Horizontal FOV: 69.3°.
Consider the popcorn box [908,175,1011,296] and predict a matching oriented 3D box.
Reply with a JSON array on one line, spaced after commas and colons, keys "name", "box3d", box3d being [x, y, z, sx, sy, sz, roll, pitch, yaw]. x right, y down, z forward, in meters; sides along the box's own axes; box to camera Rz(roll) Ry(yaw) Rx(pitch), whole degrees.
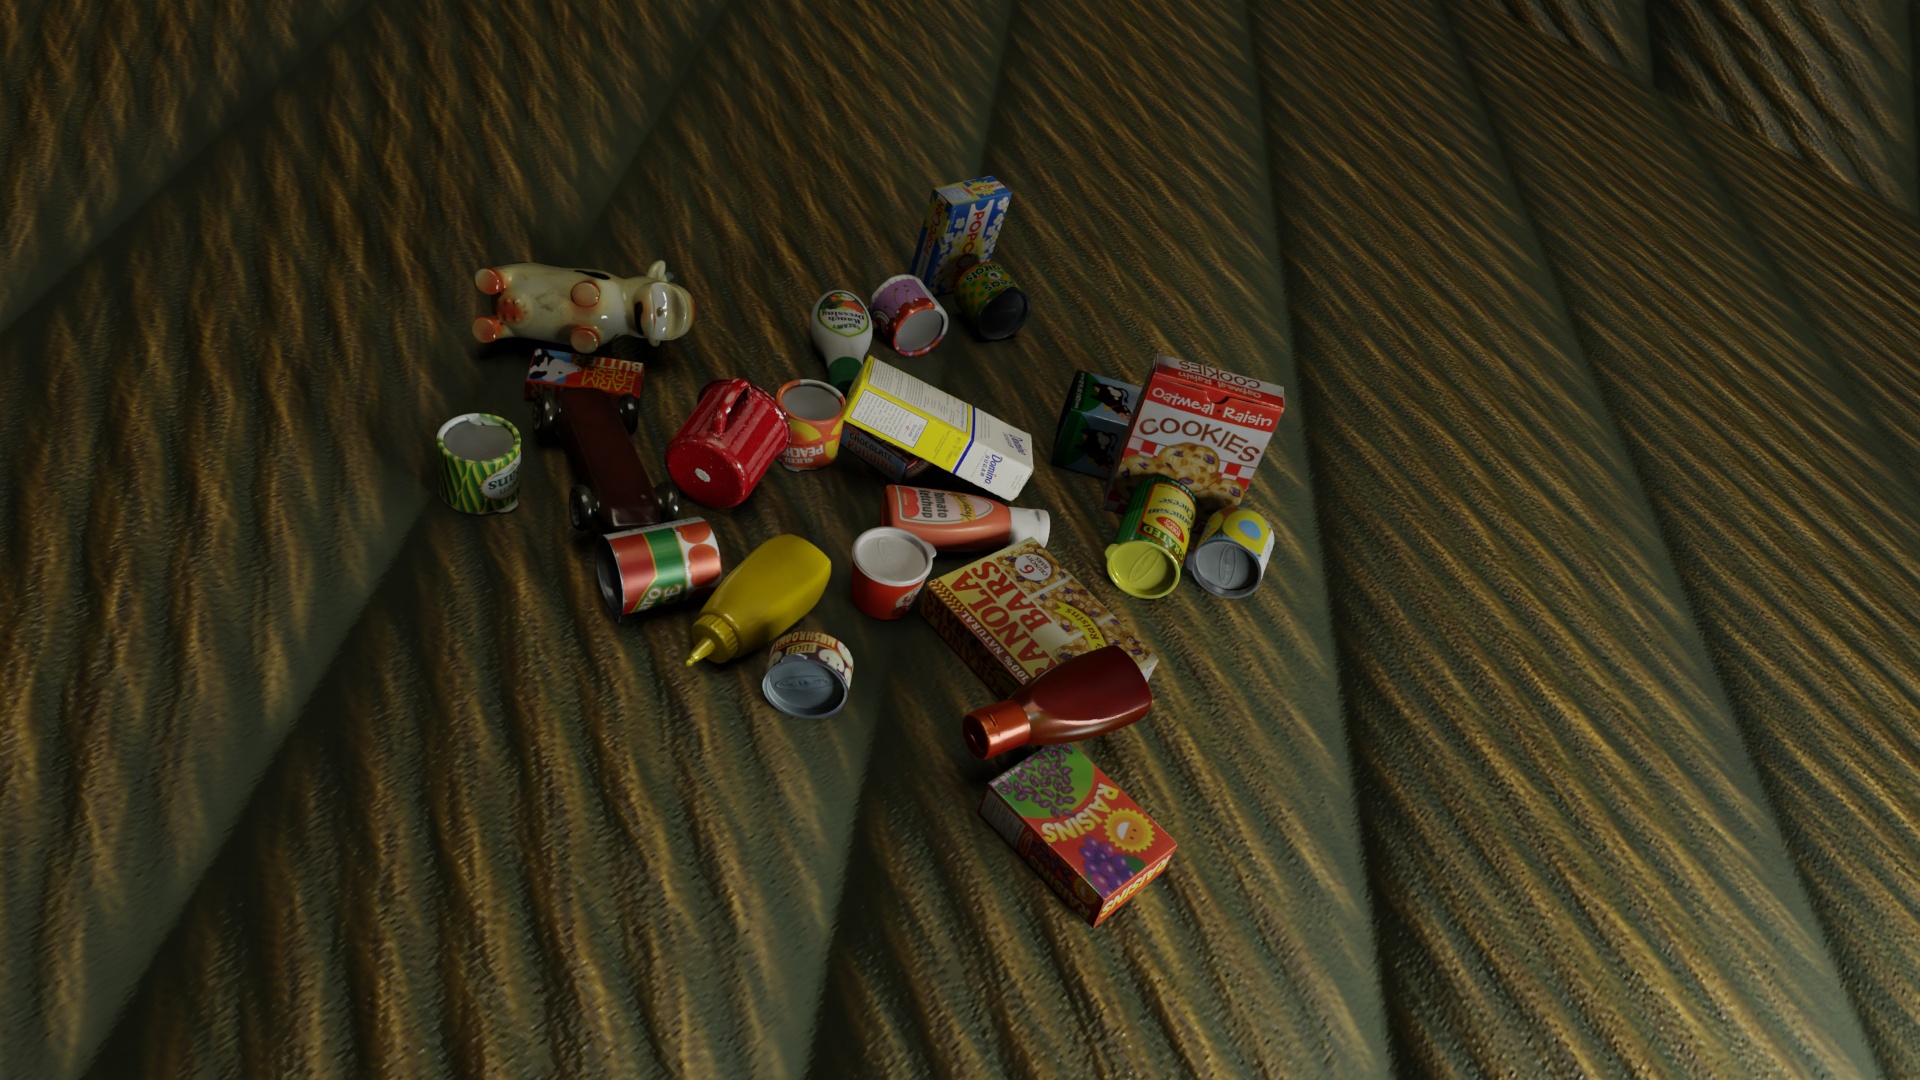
[{"name": "popcorn box", "box3d": [-0.002, -0.333, 1.527, 0.085, 0.126, 0.038, -21, 58, -34]}]

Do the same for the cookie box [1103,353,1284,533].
[{"name": "cookie box", "box3d": [0.216, -0.085, 1.301, 0.123, 0.166, 0.040, 14, 43, -2]}]

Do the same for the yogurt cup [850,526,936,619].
[{"name": "yogurt cup", "box3d": [-0.062, 0.030, 1.174, 0.072, 0.053, 0.073, 9, 42, -8]}]

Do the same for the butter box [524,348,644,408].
[{"name": "butter box", "box3d": [-0.349, -0.149, 1.295, 0.103, 0.024, 0.053, 8, 42, -10]}]

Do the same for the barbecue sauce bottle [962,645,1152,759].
[{"name": "barbecue sauce bottle", "box3d": [0.073, 0.128, 1.064, 0.149, 0.043, 0.065, -15, 58, -30]}]

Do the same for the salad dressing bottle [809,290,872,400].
[{"name": "salad dressing bottle", "box3d": [-0.118, -0.194, 1.402, 0.064, 0.043, 0.148, 4, 43, -15]}]

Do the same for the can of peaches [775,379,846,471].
[{"name": "can of peaches", "box3d": [-0.143, -0.107, 1.291, 0.071, 0.057, 0.071, 9, 42, -8]}]

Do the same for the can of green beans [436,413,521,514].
[{"name": "can of green beans", "box3d": [-0.403, -0.065, 1.163, 0.071, 0.057, 0.071, 9, 43, -8]}]

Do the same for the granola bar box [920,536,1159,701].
[{"name": "granola bar box", "box3d": [0.065, 0.081, 1.171, 0.125, 0.038, 0.166, -23, 55, -35]}]

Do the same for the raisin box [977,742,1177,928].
[{"name": "raisin box", "box3d": [0.086, 0.215, 1.035, 0.086, 0.039, 0.123, -25, 55, -38]}]

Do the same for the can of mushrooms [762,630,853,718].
[{"name": "can of mushrooms", "box3d": [-0.117, 0.102, 1.067, 0.071, 0.070, 0.034, 12, 40, -5]}]

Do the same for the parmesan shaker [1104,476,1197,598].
[{"name": "parmesan shaker", "box3d": [0.176, -0.006, 1.277, 0.071, 0.071, 0.103, 21, 42, 5]}]

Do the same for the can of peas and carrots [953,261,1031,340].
[{"name": "can of peas and carrots", "box3d": [0.034, -0.261, 1.503, 0.071, 0.070, 0.059, -12, 49, -28]}]

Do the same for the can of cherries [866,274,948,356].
[{"name": "can of cherries", "box3d": [-0.056, -0.233, 1.451, 0.072, 0.071, 0.058, -13, 51, -29]}]

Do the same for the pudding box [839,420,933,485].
[{"name": "pudding box", "box3d": [-0.069, -0.093, 1.321, 0.084, 0.030, 0.050, 36, 44, 20]}]

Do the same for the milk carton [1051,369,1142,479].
[{"name": "milk carton", "box3d": [0.194, -0.097, 1.377, 0.191, 0.073, 0.073, 15, 42, -2]}]

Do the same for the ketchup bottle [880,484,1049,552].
[{"name": "ketchup bottle", "box3d": [0.004, -0.016, 1.252, 0.149, 0.043, 0.065, 5, 39, -13]}]

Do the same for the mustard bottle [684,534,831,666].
[{"name": "mustard bottle", "box3d": [-0.171, 0.055, 1.116, 0.065, 0.048, 0.161, 33, 45, 15]}]

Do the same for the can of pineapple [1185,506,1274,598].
[{"name": "can of pineapple", "box3d": [0.251, 0.010, 1.286, 0.071, 0.070, 0.058, 24, 42, 8]}]

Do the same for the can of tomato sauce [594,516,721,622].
[{"name": "can of tomato sauce", "box3d": [-0.243, 0.022, 1.117, 0.083, 0.070, 0.071, -13, 50, -29]}]
